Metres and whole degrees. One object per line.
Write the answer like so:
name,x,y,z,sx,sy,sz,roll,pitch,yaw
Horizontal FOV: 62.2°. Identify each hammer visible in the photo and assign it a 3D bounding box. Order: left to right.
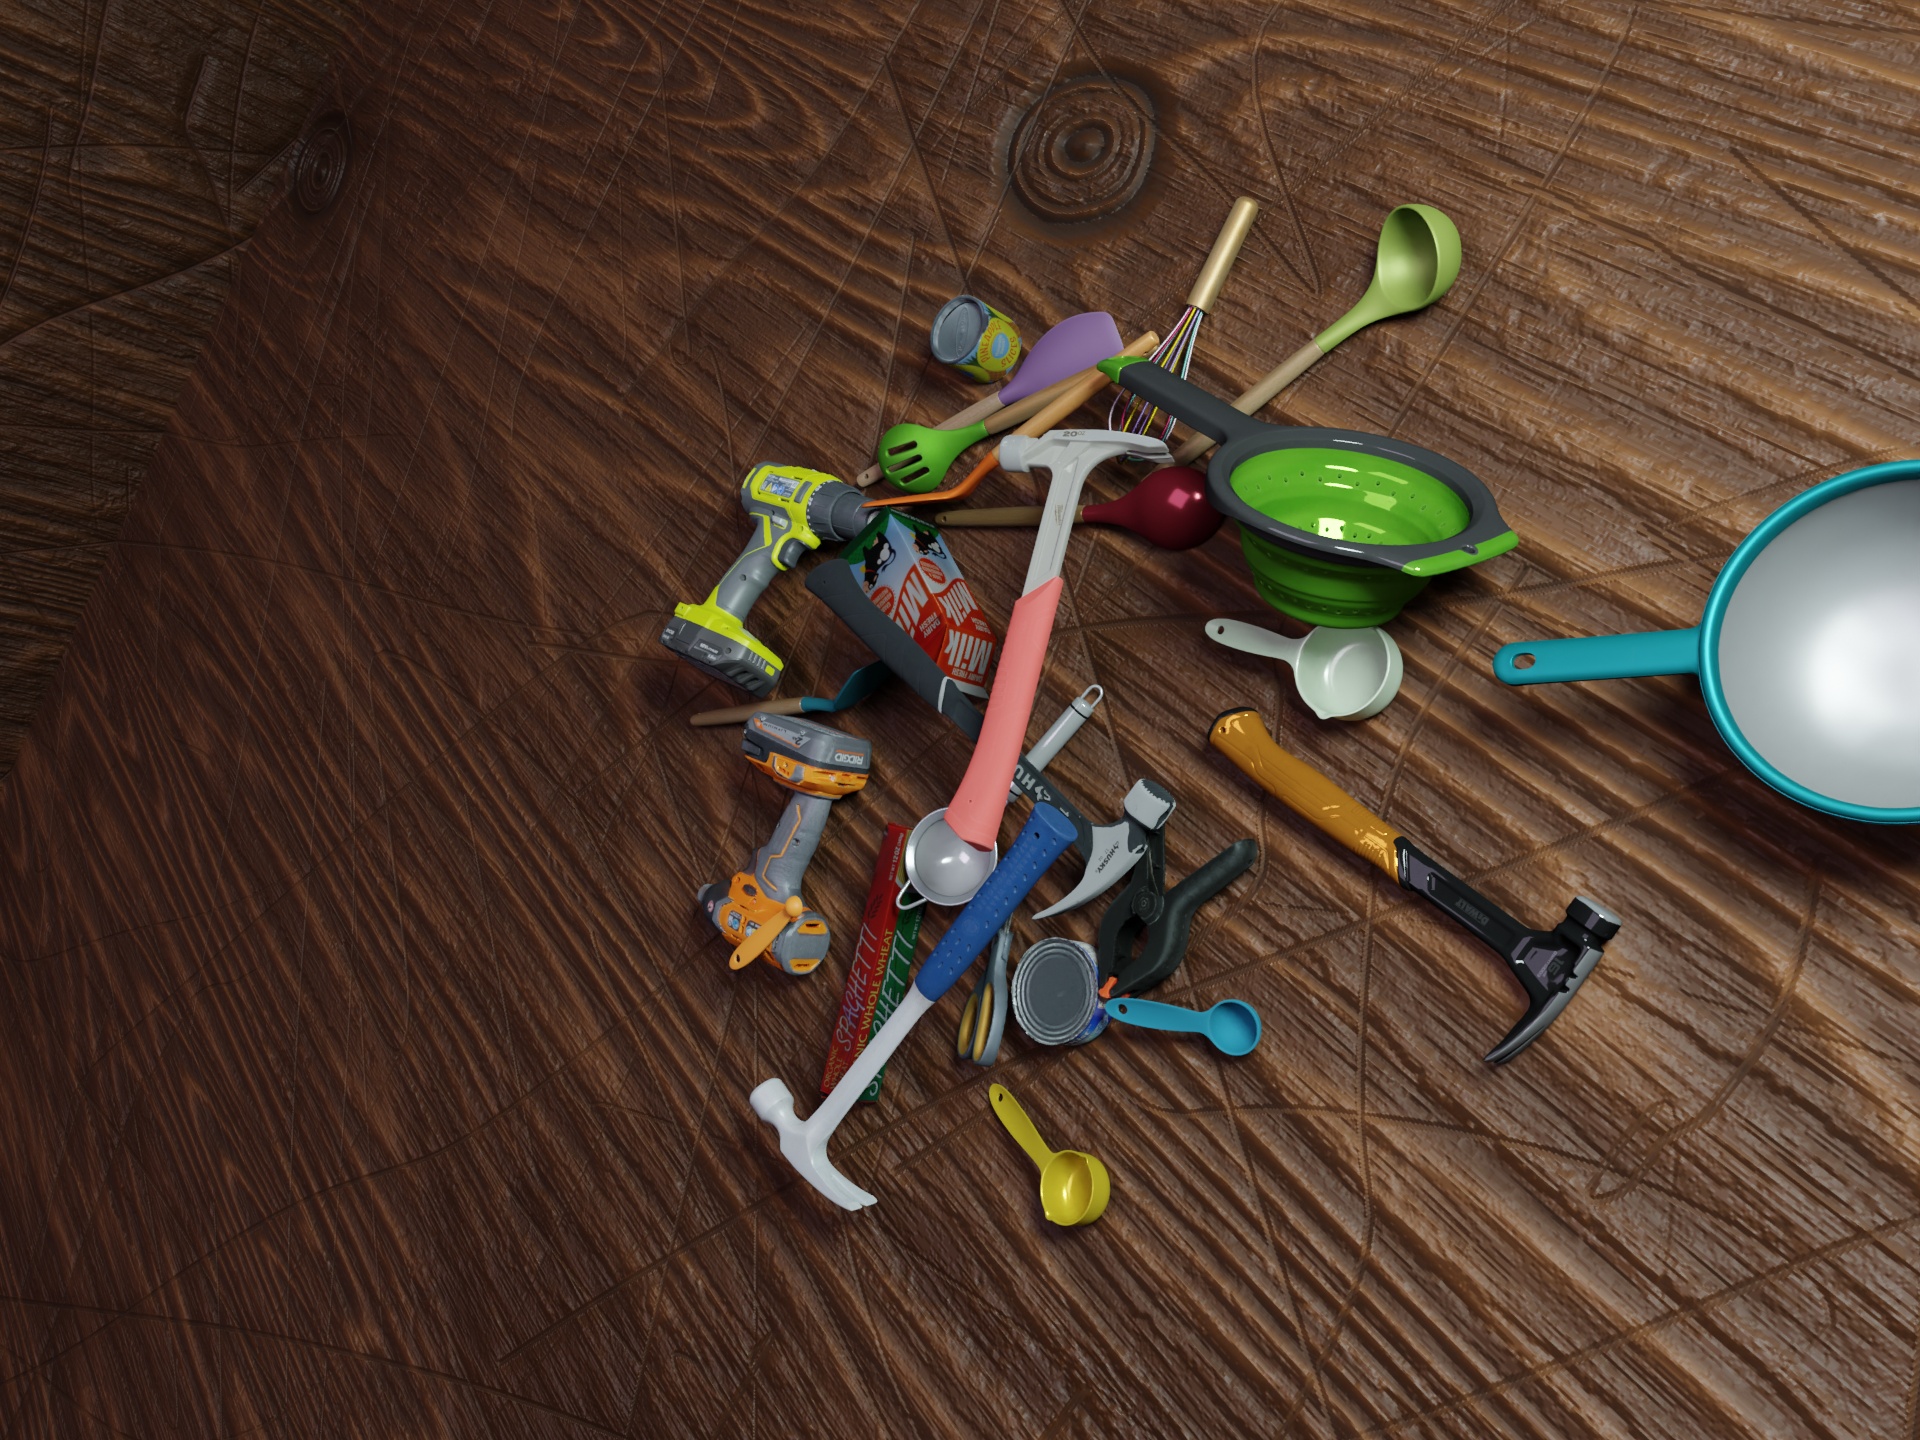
hammer,-0.031,0.234,1.312,0.144,0.035,0.405,47,114,27
hammer,-0.002,-0.004,1.342,0.409,0.036,0.149,45,112,28
hammer,0.063,-0.069,1.280,0.149,0.036,0.359,7,73,27
hammer,0.297,0.096,1.142,0.337,0.034,0.127,42,105,39

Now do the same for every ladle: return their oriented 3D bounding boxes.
ladle,0.092,-0.182,1.393,0.315,0.031,0.069,5,103,44
ladle,0.258,-0.283,1.260,0.320,0.062,0.078,-37,61,31

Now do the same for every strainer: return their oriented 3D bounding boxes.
strainer,0.038,0.069,1.369,0.087,0.050,0.258,46,104,24
strainer,0.502,-0.034,0.959,0.340,0.095,0.211,-3,74,42

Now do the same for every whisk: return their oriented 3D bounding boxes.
whisk,0.189,-0.326,1.337,0.051,0.047,0.245,30,95,48

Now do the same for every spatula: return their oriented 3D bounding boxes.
spatula,-0.171,-0.024,1.568,0.317,0.082,0.044,-8,104,44
spatula,0.019,-0.293,1.490,0.316,0.018,0.060,-25,82,34
spatula,0.046,-0.256,1.414,0.322,0.081,0.041,-32,78,34

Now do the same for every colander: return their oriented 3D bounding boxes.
colander,0.229,-0.171,1.205,0.398,0.204,0.094,43,139,42

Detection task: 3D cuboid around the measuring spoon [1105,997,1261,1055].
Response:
measuring spoon,0.171,0.226,1.214,0.129,0.021,0.042,3,96,33

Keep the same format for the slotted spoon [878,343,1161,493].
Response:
slotted spoon,0.045,-0.280,1.454,0.314,0.031,0.070,-19,105,32

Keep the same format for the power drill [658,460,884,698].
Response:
power drill,-0.181,-0.143,1.565,0.191,0.080,0.228,22,79,44

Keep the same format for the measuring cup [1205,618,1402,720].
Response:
measuring cup,0.260,-0.049,1.209,0.168,0.038,0.083,22,94,44

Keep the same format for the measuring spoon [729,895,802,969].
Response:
measuring spoon,-0.182,0.196,1.456,0.117,0.011,0.021,-44,60,32

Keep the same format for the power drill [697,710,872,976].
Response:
power drill,-0.177,0.111,1.518,0.164,0.084,0.226,17,94,42

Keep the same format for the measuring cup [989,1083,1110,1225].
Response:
measuring cup,0.070,0.346,1.286,0.062,0.029,0.157,-60,38,12
